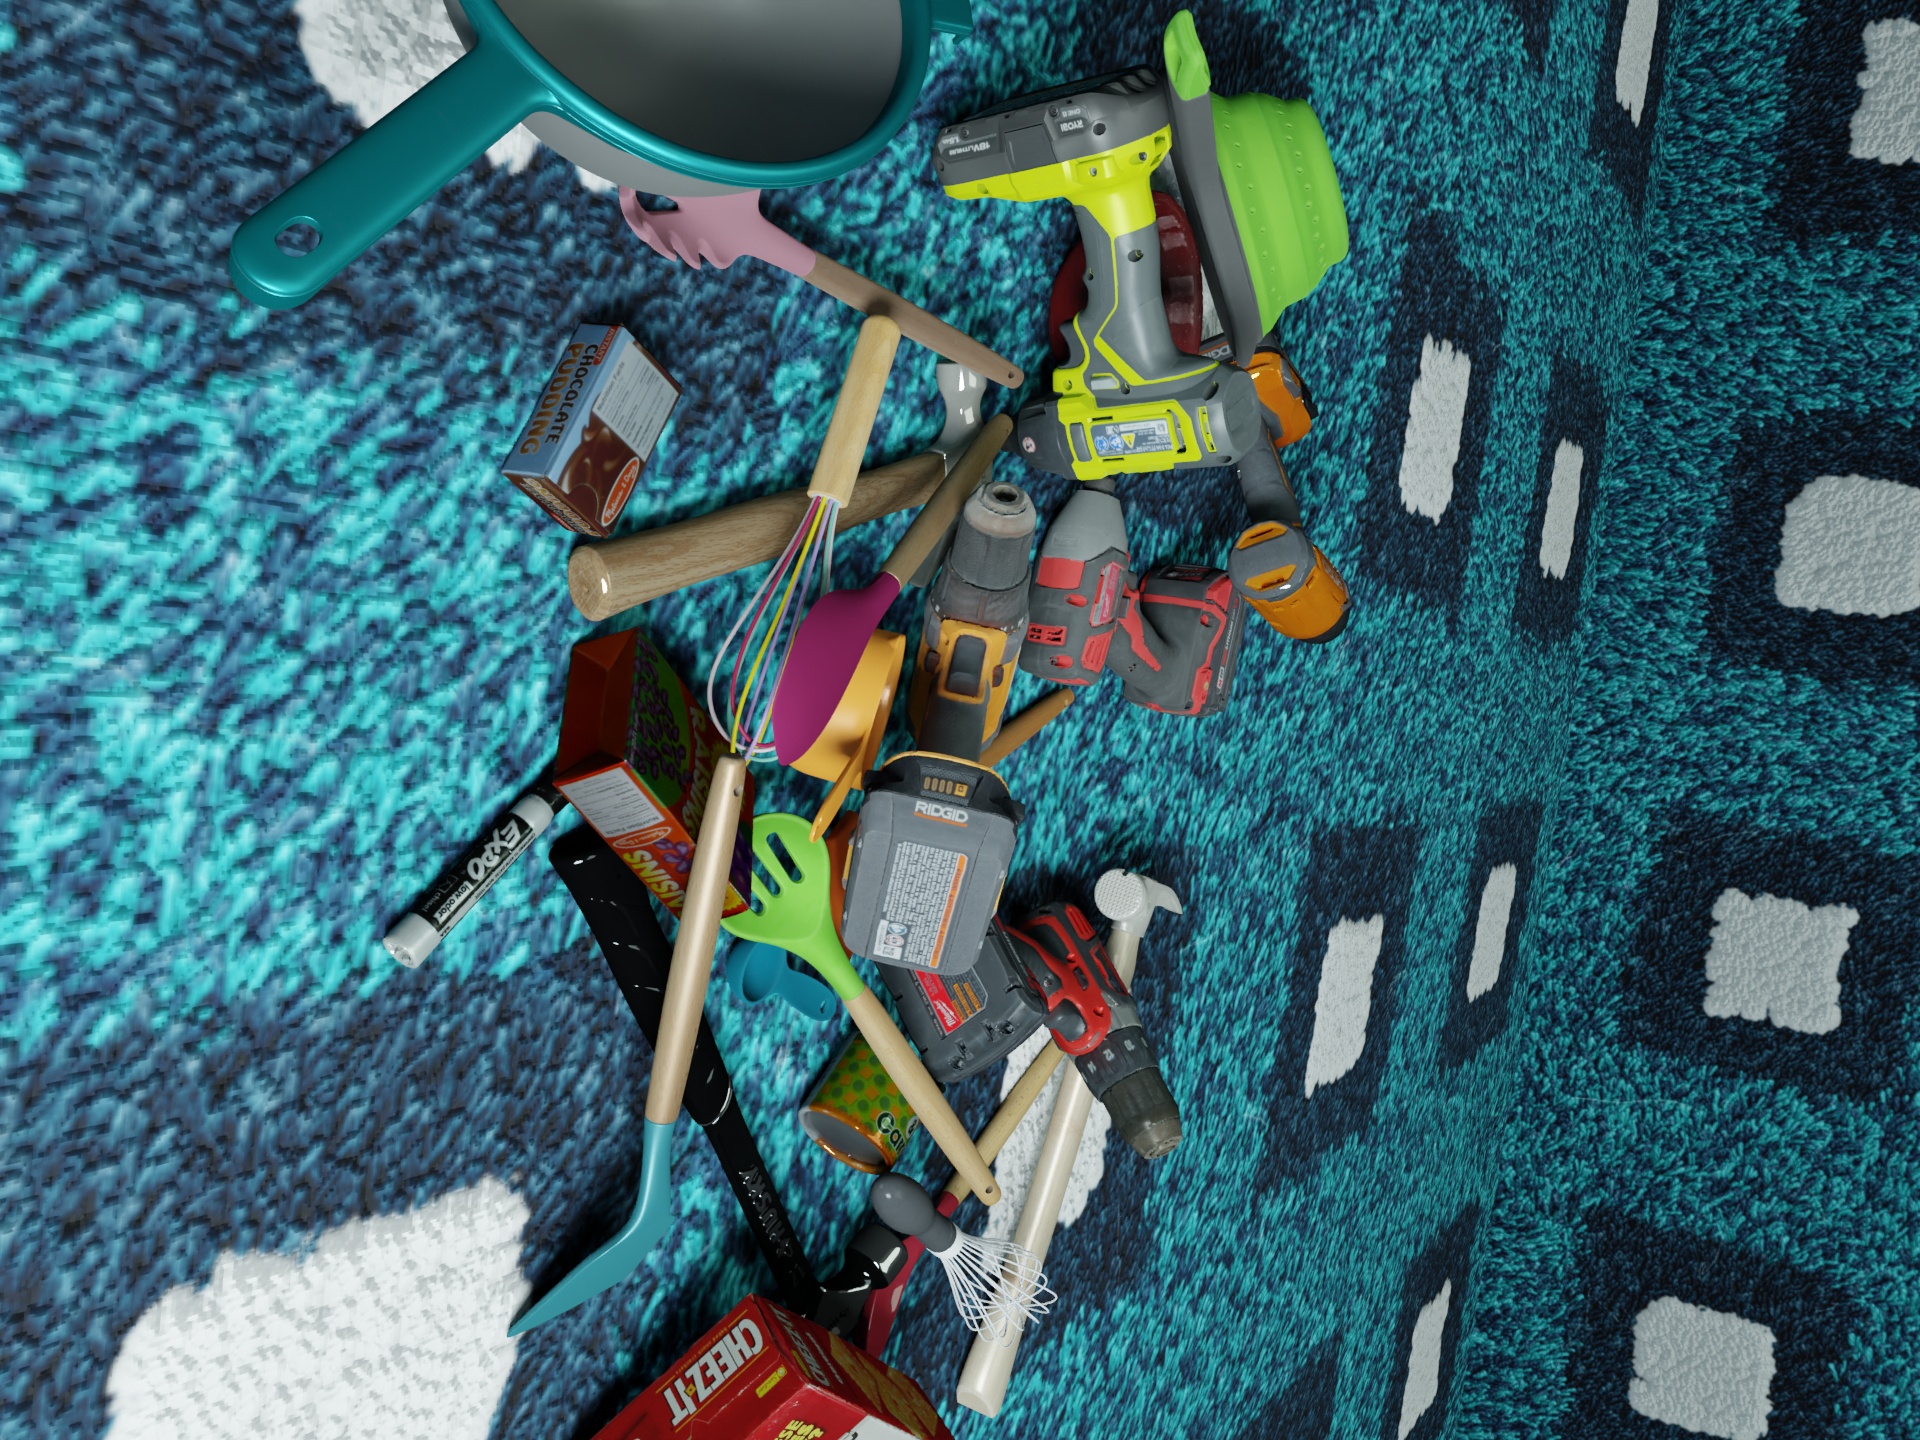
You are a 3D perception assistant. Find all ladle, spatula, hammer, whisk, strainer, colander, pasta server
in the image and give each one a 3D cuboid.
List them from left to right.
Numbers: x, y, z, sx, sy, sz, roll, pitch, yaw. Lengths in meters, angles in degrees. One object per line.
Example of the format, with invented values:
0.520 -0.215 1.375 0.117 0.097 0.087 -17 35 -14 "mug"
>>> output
-0.155 -0.247 0.611 0.211 0.095 0.340 44 59 -15 "strainer"
-0.146 0.159 0.750 0.082 0.044 0.317 -9 118 -54 "spatula"
-0.132 0.219 0.856 0.149 0.036 0.408 -44 132 -35 "hammer"
-0.079 -0.108 0.852 0.331 0.031 0.130 -29 122 -51 "hammer"
-0.073 -0.091 0.796 0.047 0.051 0.245 29 75 -51 "whisk"
-0.057 -0.224 0.821 0.316 0.040 0.060 14 103 -52 "pasta server"
-0.002 0.043 1.008 0.322 0.041 0.081 -35 126 -49 "spatula"
-0.001 0.340 1.020 0.070 0.070 0.284 -64 149 -24 "whisk"
0.007 0.316 1.114 0.315 0.031 0.069 -45 145 -45 "ladle"
0.081 0.315 1.201 0.146 0.038 0.411 29 78 -67 "hammer"
0.187 -0.353 0.995 0.397 0.094 0.204 7 67 -78 "colander"

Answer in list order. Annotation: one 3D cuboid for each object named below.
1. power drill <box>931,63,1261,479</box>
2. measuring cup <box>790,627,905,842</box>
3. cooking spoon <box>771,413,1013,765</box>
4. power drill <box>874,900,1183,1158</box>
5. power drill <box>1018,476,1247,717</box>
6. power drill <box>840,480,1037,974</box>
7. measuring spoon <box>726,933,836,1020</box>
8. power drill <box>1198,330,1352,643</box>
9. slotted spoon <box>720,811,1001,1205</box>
0.071 -0.252 0.936 0.080 0.171 0.223 -43 125 -44 "power drill"
-0.074 0.009 0.823 0.174 0.052 0.095 -67 172 -60 "measuring cup"
-0.029 -0.086 0.838 0.319 0.017 0.068 -60 155 -47 "cooking spoon"
0.054 0.192 1.024 0.080 0.188 0.226 -38 150 16 "power drill"
0.124 -0.083 1.141 0.219 0.079 0.143 17 84 -55 "power drill"
-0.001 -0.003 0.856 0.226 0.084 0.185 -79 -178 -45 "power drill"
-0.103 0.150 0.909 0.042 0.021 0.128 -66 155 -15 "measuring spoon"
0.241 -0.168 1.213 0.164 0.084 0.227 30 47 -56 "power drill"
-0.050 0.170 0.891 0.070 0.031 0.313 -38 119 -15 "slotted spoon"
